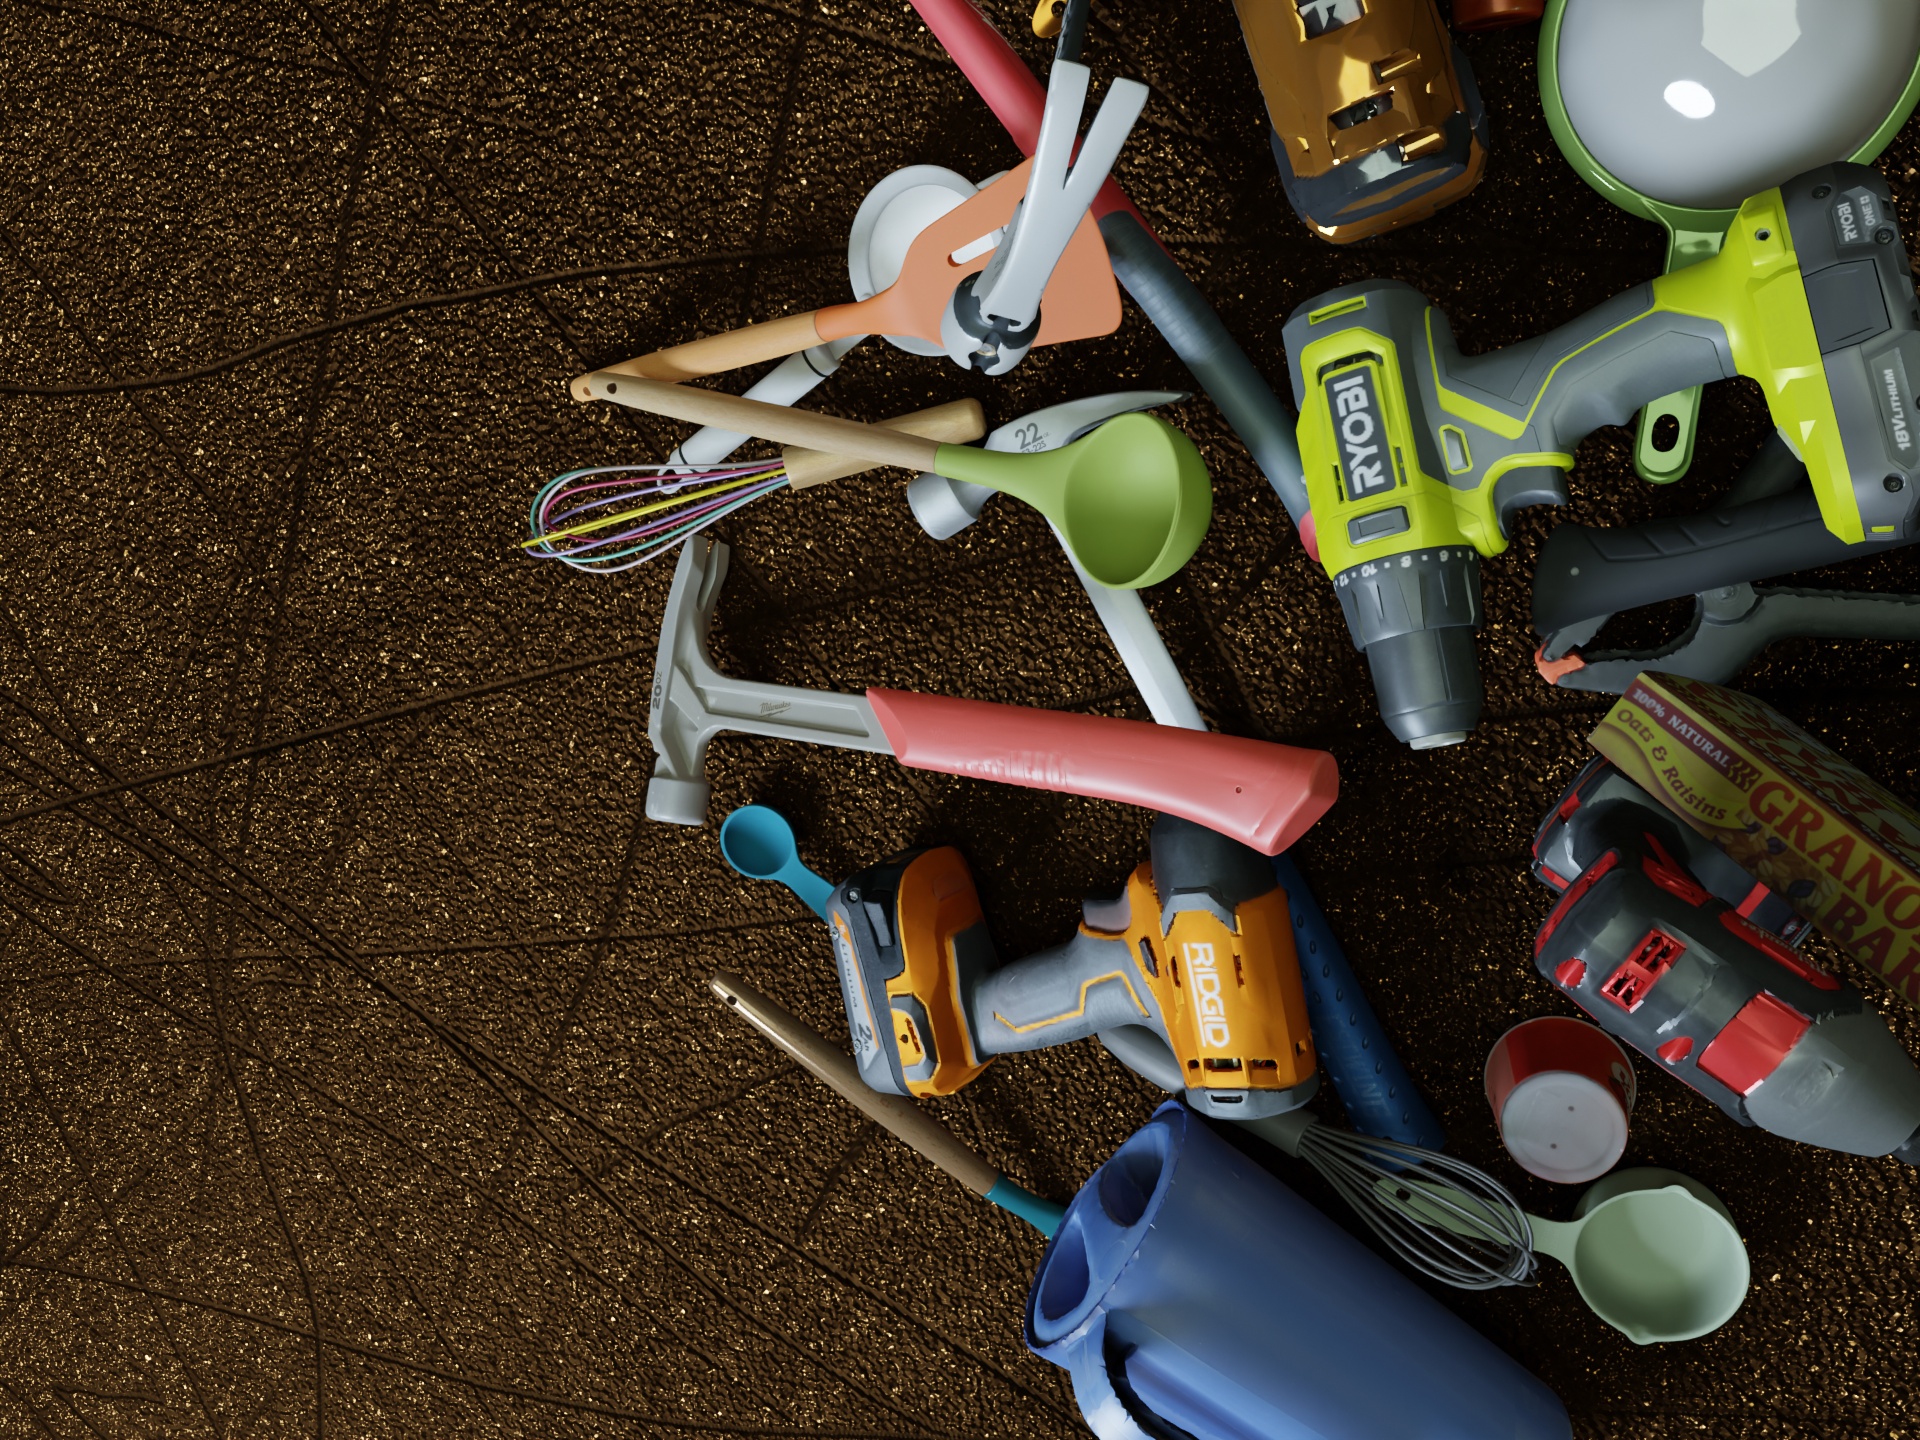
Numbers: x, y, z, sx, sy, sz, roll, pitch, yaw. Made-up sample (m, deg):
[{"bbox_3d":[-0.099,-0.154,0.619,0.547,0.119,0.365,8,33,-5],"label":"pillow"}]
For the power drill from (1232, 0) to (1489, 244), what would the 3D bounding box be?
[{"bbox_3d":[0.138,-0.274,0.597,0.084,0.226,0.185,-18,95,21],"label":"power drill"}]

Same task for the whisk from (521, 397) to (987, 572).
[{"bbox_3d":[-0.106,-0.122,0.797,0.245,0.047,0.051,-14,70,8],"label":"whisk"}]

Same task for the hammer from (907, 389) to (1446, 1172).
[{"bbox_3d":[0.128,0.030,0.767,0.144,0.035,0.405,-27,92,22],"label":"hammer"}]

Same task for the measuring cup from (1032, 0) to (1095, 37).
[{"bbox_3d":[0.100,-0.360,0.687,0.173,0.052,0.095,-42,87,23],"label":"measuring cup"}]

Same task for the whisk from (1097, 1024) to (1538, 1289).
[{"bbox_3d":[0.162,0.199,0.758,0.239,0.055,0.055,25,109,33],"label":"whisk"}]

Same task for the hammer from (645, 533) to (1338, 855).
[{"bbox_3d":[-0.001,-0.002,0.740,0.359,0.036,0.149,8,88,32],"label":"hammer"}]

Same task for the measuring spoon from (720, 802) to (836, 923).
[{"bbox_3d":[-0.074,0.091,0.861,0.128,0.021,0.042,40,110,-3],"label":"measuring spoon"}]

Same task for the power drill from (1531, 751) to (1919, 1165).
[{"bbox_3d":[0.297,0.087,0.624,0.143,0.219,0.078,34,110,9],"label":"power drill"}]

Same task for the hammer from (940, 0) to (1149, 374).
[{"bbox_3d":[0.058,-0.343,0.604,0.036,0.149,0.409,13,74,-10],"label":"hammer"}]

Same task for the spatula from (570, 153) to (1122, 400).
[{"bbox_3d":[-0.075,-0.185,0.748,0.323,0.041,0.081,-2,125,40],"label":"spatula"}]

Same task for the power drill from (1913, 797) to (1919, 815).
[{"bbox_3d":[0.509,0.022,0.619,0.227,0.080,0.188,26,108,15],"label":"power drill"}]

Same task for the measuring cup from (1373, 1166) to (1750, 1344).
[{"bbox_3d":[0.283,0.238,0.759,0.167,0.038,0.083,11,105,17],"label":"measuring cup"}]

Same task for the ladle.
[{"bbox_3d":[-0.038,-0.127,0.738,0.320,0.062,0.078,15,102,16],"label":"ladle"}]

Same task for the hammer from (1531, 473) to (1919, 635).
[{"bbox_3d":[0.389,-0.083,0.604,0.335,0.035,0.146,-14,79,26],"label":"hammer"}]

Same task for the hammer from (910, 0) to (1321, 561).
[{"bbox_3d":[0.062,-0.235,0.714,0.038,0.143,0.386,-36,100,23],"label":"hammer"}]

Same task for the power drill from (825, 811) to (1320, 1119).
[{"bbox_3d":[0.050,0.103,0.763,0.226,0.084,0.164,-7,97,32],"label":"power drill"}]

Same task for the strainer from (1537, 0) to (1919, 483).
[{"bbox_3d":[0.304,-0.223,0.637,0.151,0.069,0.256,8,102,16],"label":"strainer"}]

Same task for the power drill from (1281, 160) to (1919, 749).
[{"bbox_3d":[0.248,-0.100,0.621,0.228,0.080,0.191,-14,81,30],"label":"power drill"}]

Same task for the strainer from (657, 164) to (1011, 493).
[{"bbox_3d":[-0.062,-0.186,0.784,0.258,0.050,0.087,-32,91,27],"label":"strainer"}]

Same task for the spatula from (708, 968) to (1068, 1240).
[{"bbox_3d":[-0.005,0.233,0.833,0.317,0.044,0.082,38,115,-6],"label":"spatula"}]
